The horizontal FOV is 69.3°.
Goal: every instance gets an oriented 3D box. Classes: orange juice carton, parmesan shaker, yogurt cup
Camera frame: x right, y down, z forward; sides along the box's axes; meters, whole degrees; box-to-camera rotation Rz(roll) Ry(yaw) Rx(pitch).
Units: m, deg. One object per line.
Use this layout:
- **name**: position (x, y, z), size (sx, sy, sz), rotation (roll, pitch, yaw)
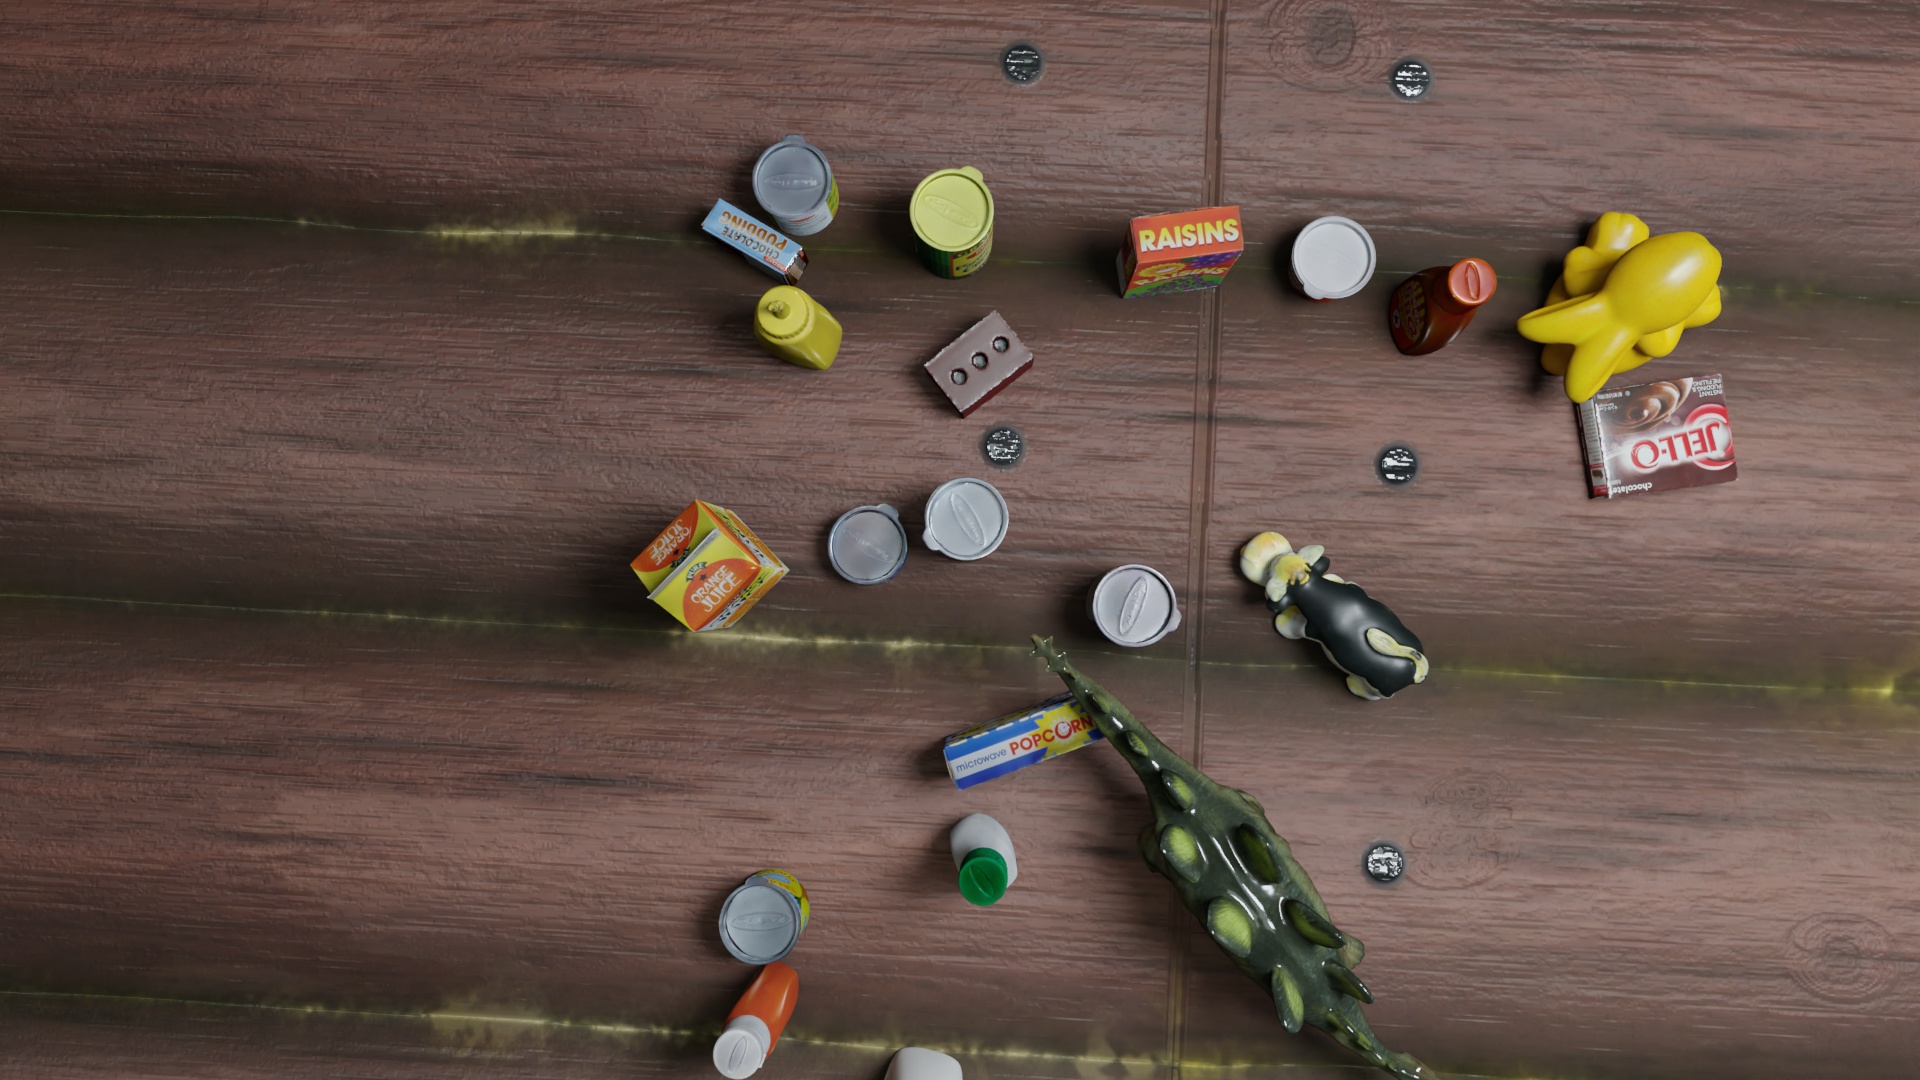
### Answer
- **orange juice carton**: position (-0.196, 0.020, 1.084), size (0.072, 0.192, 0.073), rotation (-44, 87, -1)
- **parmesan shaker**: position (-0.004, -0.260, 1.140), size (0.071, 0.103, 0.071), rotation (0, 87, 1)
- **yogurt cup**: position (0.305, -0.230, 1.157), size (0.072, 0.054, 0.072), rotation (0, 87, 1)

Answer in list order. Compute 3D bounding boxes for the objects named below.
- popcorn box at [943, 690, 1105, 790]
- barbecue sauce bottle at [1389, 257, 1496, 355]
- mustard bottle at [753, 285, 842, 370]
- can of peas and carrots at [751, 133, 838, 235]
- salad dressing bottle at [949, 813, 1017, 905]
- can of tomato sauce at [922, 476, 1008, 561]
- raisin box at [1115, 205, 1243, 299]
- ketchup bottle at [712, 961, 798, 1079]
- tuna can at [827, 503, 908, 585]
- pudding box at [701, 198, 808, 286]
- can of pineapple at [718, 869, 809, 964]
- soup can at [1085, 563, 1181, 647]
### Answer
- **popcorn box**: position (0.050, 0.159, 1.125), size (0.127, 0.085, 0.038), rotation (-20, 87, 0)
- **barbecue sauce bottle**: position (0.383, -0.190, 1.106), size (0.044, 0.148, 0.065), rotation (-6, 87, 1)
- **mustard bottle**: position (-0.134, -0.173, 1.109), size (0.065, 0.160, 0.049), rotation (19, 88, 2)
- **can of peas and carrots**: position (-0.138, -0.297, 1.167), size (0.071, 0.058, 0.071), rotation (0, 87, 1)
- **salad dressing bottle**: position (0.018, 0.252, 1.090), size (0.044, 0.147, 0.064), rotation (-36, 87, 0)
- **can of tomato sauce**: position (0.004, -0.014, 1.137), size (0.071, 0.083, 0.071), rotation (0, 87, 1)
- **raisin box**: position (0.176, -0.233, 1.125), size (0.086, 0.123, 0.040), rotation (-7, 87, 1)
- **ketchup bottle**: position (-0.160, 0.378, 1.086), size (0.043, 0.149, 0.064), rotation (22, 88, 2)
- **tuna can**: position (-0.075, 0.002, 1.163), size (0.071, 0.033, 0.071), rotation (0, 87, 1)
- **pudding box**: position (-0.172, -0.250, 1.170), size (0.084, 0.049, 0.030), rotation (30, 88, 2)
- **can of pineapple**: position (-0.159, 0.305, 1.135), size (0.071, 0.058, 0.071), rotation (0, 87, 1)
- **soup can**: position (0.140, 0.054, 1.130), size (0.071, 0.084, 0.071), rotation (0, 87, 1)
